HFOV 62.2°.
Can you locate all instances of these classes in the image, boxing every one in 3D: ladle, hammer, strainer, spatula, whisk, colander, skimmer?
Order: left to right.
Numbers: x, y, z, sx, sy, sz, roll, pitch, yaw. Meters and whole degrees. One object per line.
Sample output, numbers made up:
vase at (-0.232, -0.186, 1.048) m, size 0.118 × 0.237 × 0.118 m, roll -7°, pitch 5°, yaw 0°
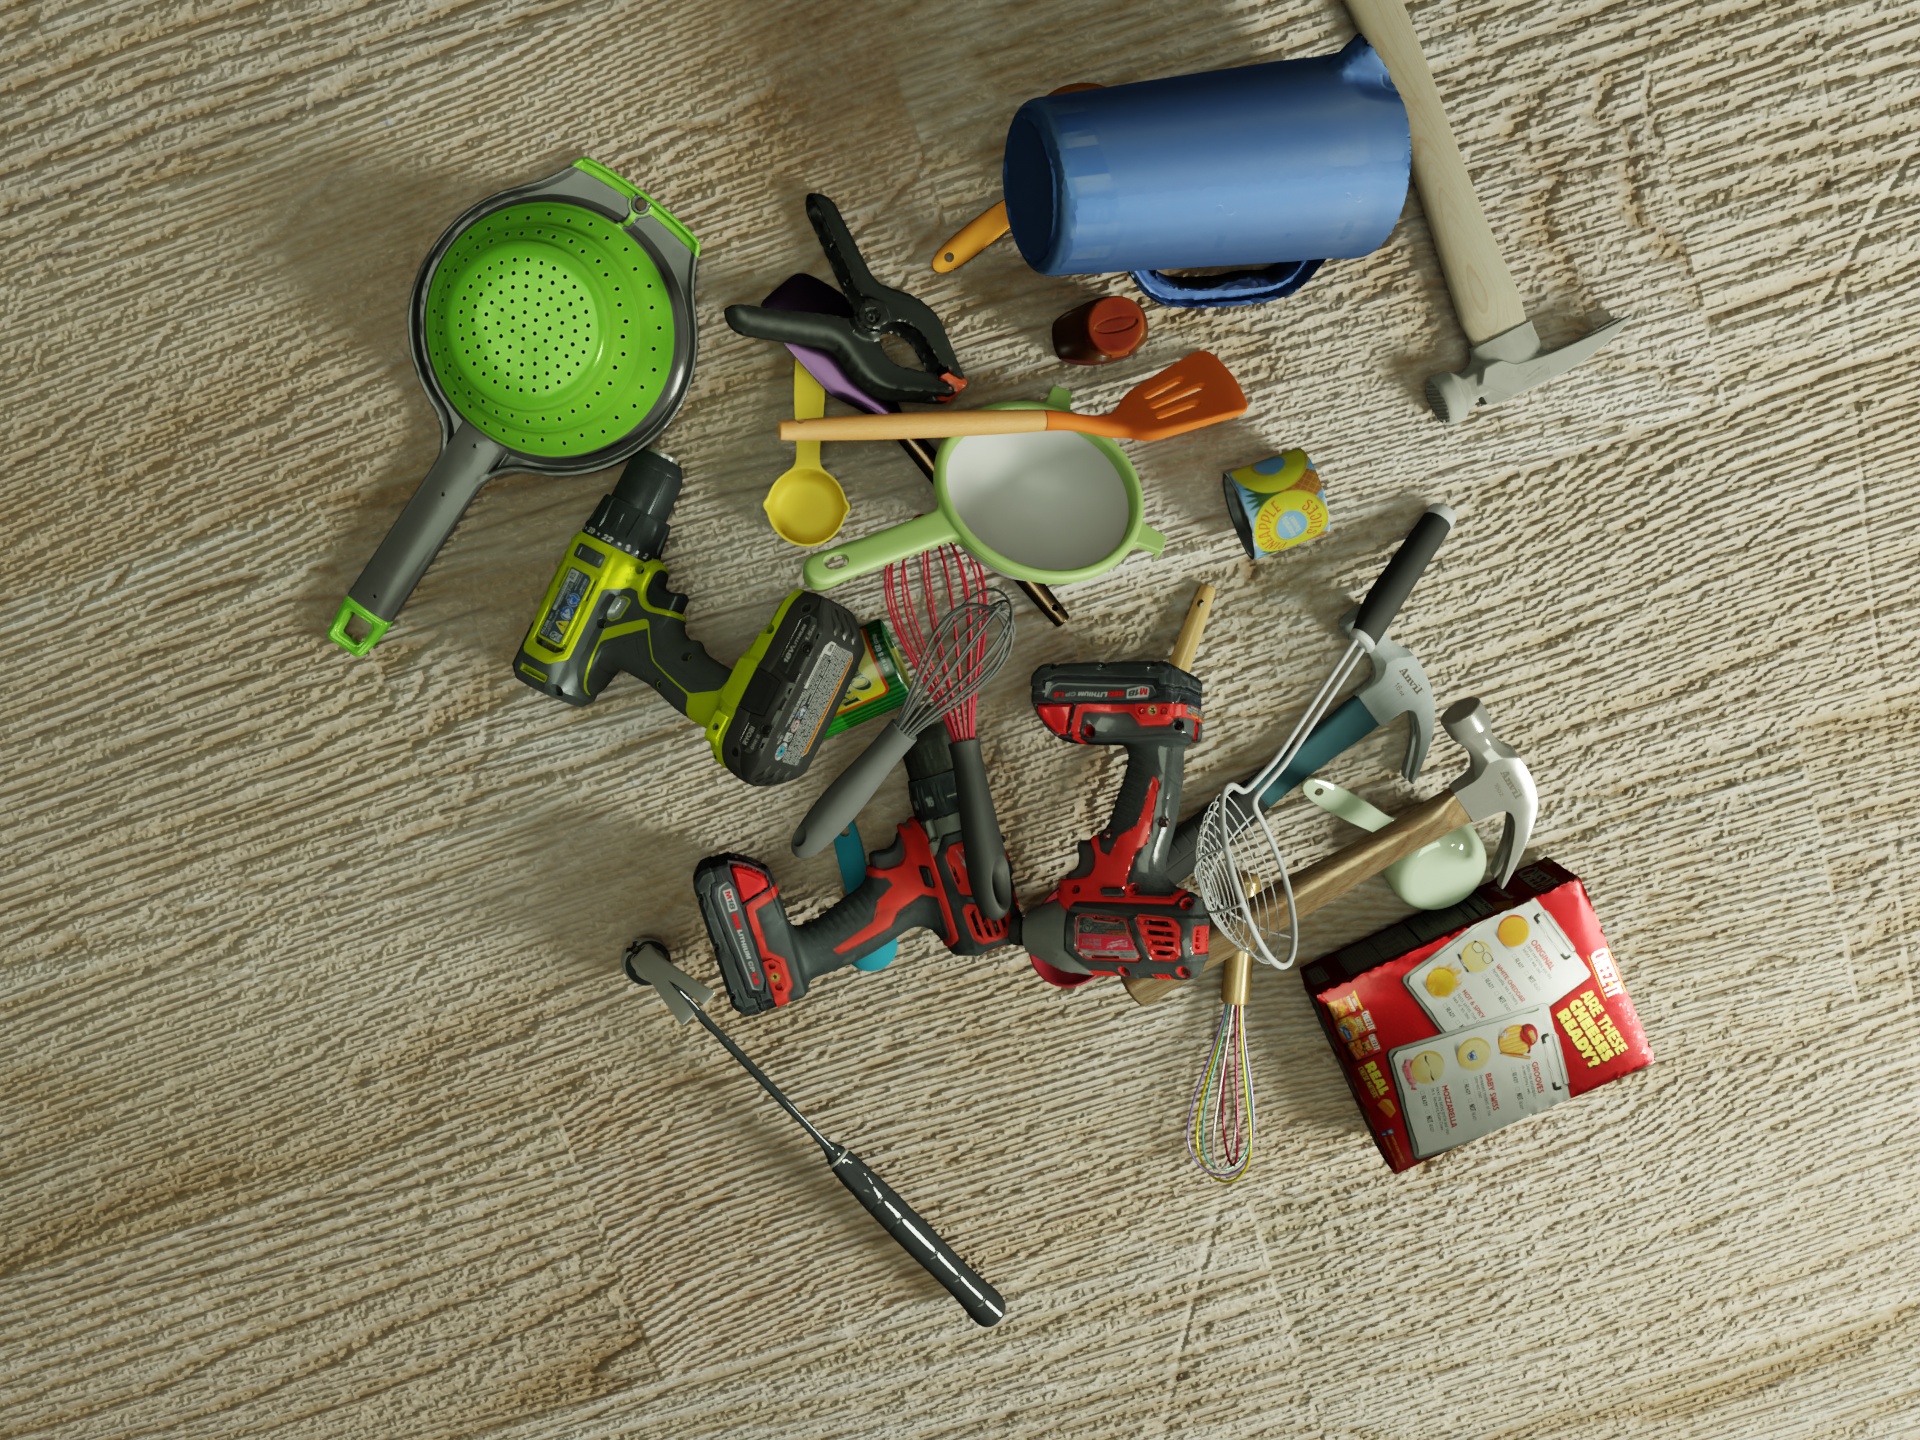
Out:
colander at (-0.337, -0.205, 1.108) m, size 0.204 × 0.094 × 0.397 m, roll 35°, pitch 98°, yaw -7°
hammer at (-0.101, 0.321, 1.207) m, size 0.036 × 0.149 × 0.408 m, roll -45°, pitch 106°, yaw -15°
whisk at (-0.042, 0.005, 1.095) m, size 0.055 × 0.055 × 0.239 m, roll 39°, pitch 103°, yaw -7°
spatula at (-0.024, -0.192, 1.150) m, size 0.060 × 0.018 × 0.316 m, roll -42°, pitch 100°, yaw -13°
whisk at (-0.002, -0.004, 1.138) m, size 0.073 × 0.073 × 0.296 m, roll -11°, pitch 86°, yaw 2°
strainer at (0.004, -0.128, 1.100) m, size 0.256 × 0.069 × 0.152 m, roll -23°, pitch 70°, yaw -23°
spatula at (0.035, -0.213, 1.090) m, size 0.322 × 0.081 × 0.041 m, roll -5°, pitch 135°, yaw -16°
ladle at (0.128, 0.048, 1.177) m, size 0.069 × 0.031 × 0.315 m, roll 21°, pitch 91°, yaw 21°
whisk at (0.213, 0.238, 1.224) m, size 0.051 × 0.047 × 0.245 m, roll 2°, pitch 97°, yaw -16°
hammer at (0.212, 0.062, 1.195) m, size 0.331 × 0.033 × 0.128 m, roll -39°, pitch 98°, yaw 7°
hammer at (0.264, 0.120, 1.160) m, size 0.331 × 0.031 × 0.130 m, roll -33°, pitch 105°, yaw 17°
skimmer at (0.271, 0.000, 1.098) m, size 0.363 × 0.090 × 0.127 m, roll -55°, pitch 133°, yaw -14°
hammer at (0.325, -0.422, 1.101) m, size 0.146 × 0.038 × 0.410 m, roll -25°, pitch 100°, yaw 3°

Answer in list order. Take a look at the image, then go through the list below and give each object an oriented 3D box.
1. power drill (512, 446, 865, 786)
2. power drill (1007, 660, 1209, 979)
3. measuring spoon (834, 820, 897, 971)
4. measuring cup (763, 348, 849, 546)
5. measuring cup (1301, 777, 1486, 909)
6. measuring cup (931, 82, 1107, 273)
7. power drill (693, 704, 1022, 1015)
power drill at (-0.187, -0.072, 1.112) m, size 0.229 × 0.080 × 0.190 m, roll 27°, pitch 91°, yaw 21°
power drill at (0.104, 0.072, 1.131) m, size 0.143 × 0.078 × 0.220 m, roll -1°, pitch 83°, yaw 23°
measuring spoon at (-0.078, 0.133, 1.211) m, size 0.042 × 0.021 × 0.128 m, roll -12°, pitch 100°, yaw 2°
measuring cup at (-0.110, -0.203, 1.151) m, size 0.062 × 0.029 × 0.156 m, roll 2°, pitch 89°, yaw -4°
measuring cup at (0.318, 0.088, 1.172) m, size 0.167 × 0.038 × 0.083 m, roll 27°, pitch 113°, yaw -24°
measuring cup at (0.050, -0.368, 1.100) m, size 0.173 × 0.052 × 0.095 m, roll -37°, pitch 99°, yaw 4°
power drill at (-0.079, 0.104, 1.170) m, size 0.226 × 0.080 × 0.188 m, roll -17°, pitch 92°, yaw -7°
